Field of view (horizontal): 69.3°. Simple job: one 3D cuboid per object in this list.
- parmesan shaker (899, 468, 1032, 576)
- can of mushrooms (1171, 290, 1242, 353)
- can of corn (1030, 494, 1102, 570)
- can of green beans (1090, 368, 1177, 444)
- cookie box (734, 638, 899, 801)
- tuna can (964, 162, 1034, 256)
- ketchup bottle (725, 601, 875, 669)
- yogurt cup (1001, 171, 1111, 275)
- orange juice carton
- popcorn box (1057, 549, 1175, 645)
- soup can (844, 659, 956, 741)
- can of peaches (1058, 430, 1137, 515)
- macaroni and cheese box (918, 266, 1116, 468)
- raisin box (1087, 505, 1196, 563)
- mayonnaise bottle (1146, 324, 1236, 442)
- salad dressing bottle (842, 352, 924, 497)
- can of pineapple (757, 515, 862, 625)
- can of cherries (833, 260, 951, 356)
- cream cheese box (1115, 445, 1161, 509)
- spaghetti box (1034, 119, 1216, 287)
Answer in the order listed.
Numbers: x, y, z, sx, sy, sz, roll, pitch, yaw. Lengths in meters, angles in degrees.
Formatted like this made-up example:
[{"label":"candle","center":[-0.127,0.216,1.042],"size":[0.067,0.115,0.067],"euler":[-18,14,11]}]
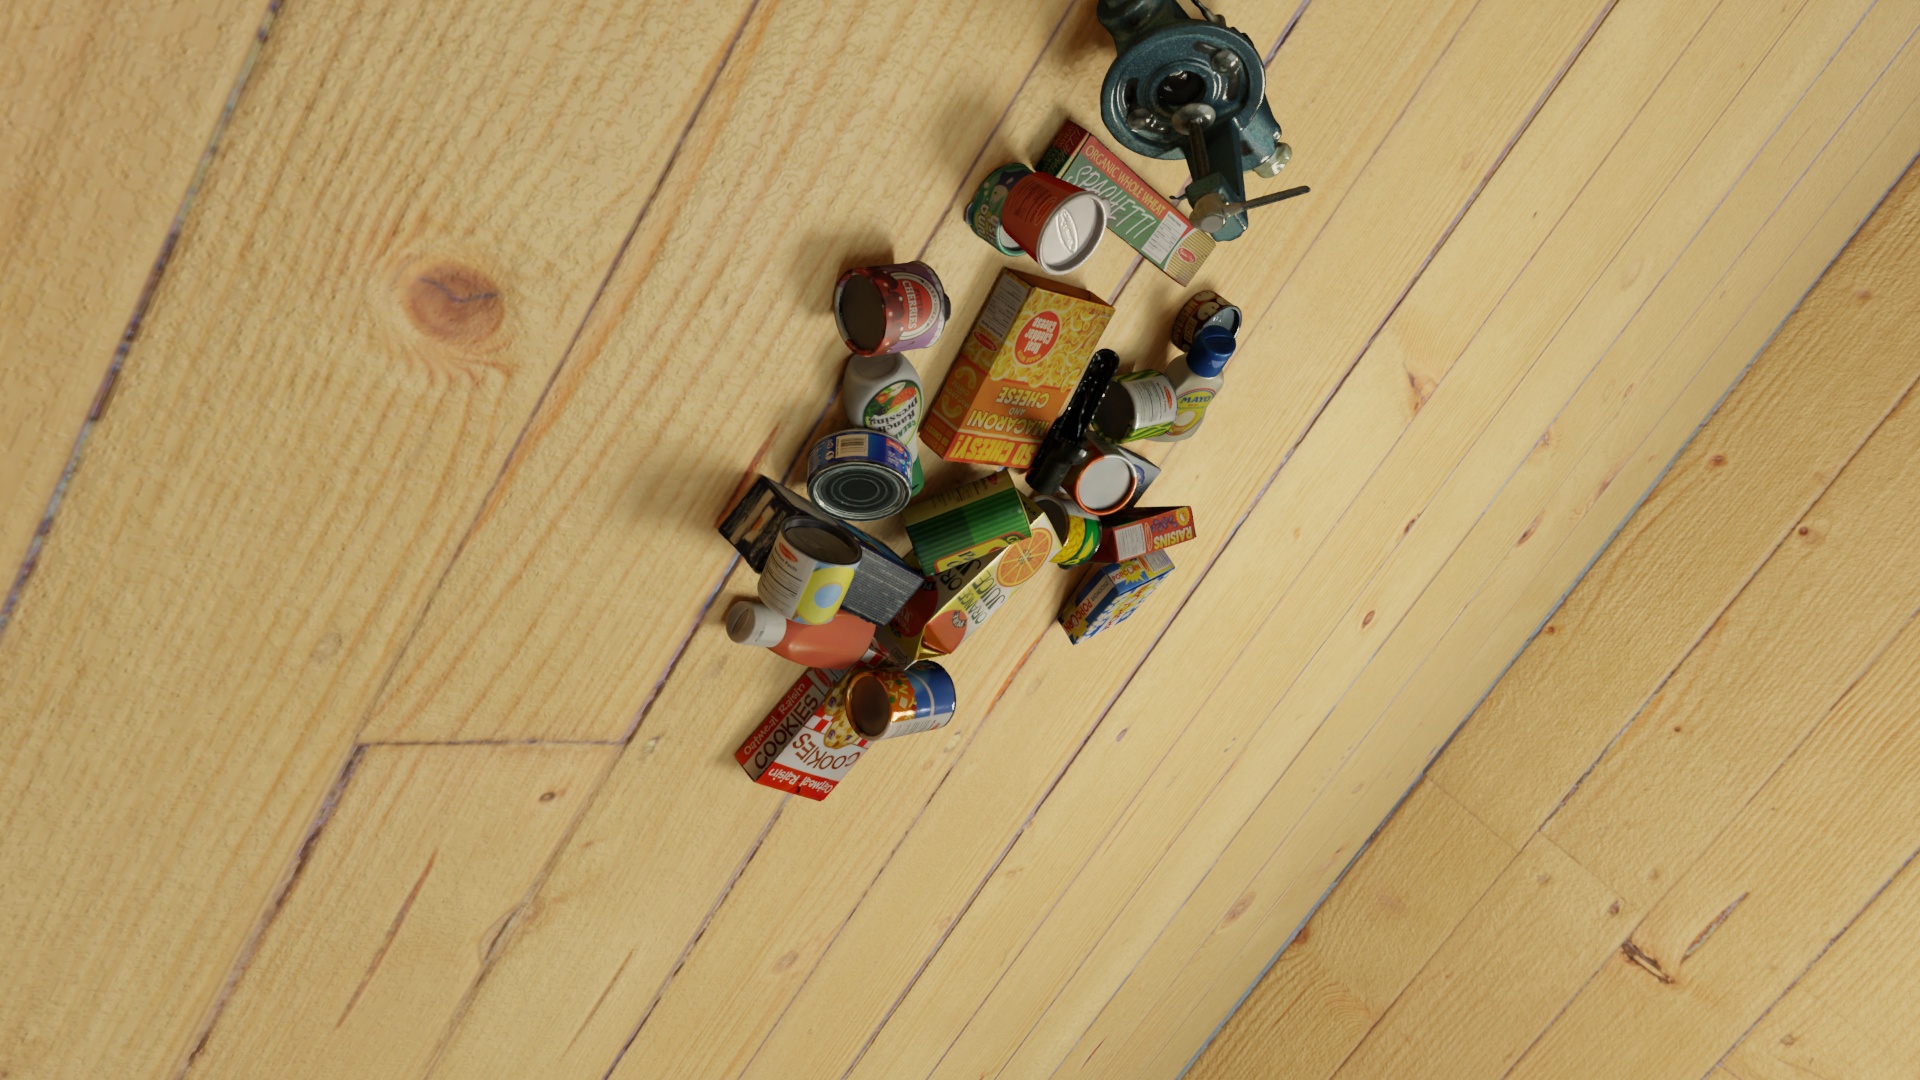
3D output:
[{"label":"parmesan shaker","center":[0.004,-0.016,1.240],"size":[0.103,0.071,0.071],"euler":[-21,144,-1]},{"label":"can of mushrooms","center":[0.239,-0.208,1.358],"size":[0.071,0.033,0.070],"euler":[-30,144,-24]},{"label":"can of corn","center":[0.096,-0.008,1.375],"size":[0.058,0.071,0.071],"euler":[10,117,-51]},{"label":"can of green beans","center":[0.164,-0.128,1.327],"size":[0.058,0.071,0.071],"euler":[-14,135,-39]},{"label":"cookie box","center":[-0.122,0.171,1.342],"size":[0.167,0.040,0.123],"euler":[-49,147,3]},{"label":"tuna can","center":[0.041,-0.256,1.081],"size":[0.071,0.033,0.070],"euler":[-30,144,-25]},{"label":"ketchup bottle","center":[-0.141,0.079,1.219],"size":[0.149,0.043,0.064],"euler":[14,114,-53]},{"label":"yogurt cup","center":[0.068,-0.241,1.044],"size":[0.073,0.054,0.072],"euler":[-30,143,-25]},{"label":"orange juice carton","center":[-0.003,0.035,1.304],"size":[0.193,0.072,0.072],"euler":[-43,146,-7]},{"label":"popcorn box","center":[0.169,0.058,1.519],"size":[0.085,0.038,0.126],"euler":[-24,162,-32]},{"label":"soup can","center":[-0.057,0.147,1.297],"size":[0.084,0.071,0.071],"euler":[-3,127,-47]},{"label":"can of peaches","center":[0.128,-0.063,1.342],"size":[0.071,0.058,0.071],"euler":[-10,120,-17]},{"label":"macaroni and cheese box","center":[0.049,-0.145,1.201],"size":[0.124,0.040,0.165],"euler":[3,122,-51]},{"label":"raisin box","center":[0.172,-0.007,1.442],"size":[0.124,0.086,0.040],"euler":[-15,99,-40]},{"label":"mayonnaise bottle","center":[0.222,-0.150,1.348],"size":[0.065,0.041,0.147],"euler":[-4,152,-17]},{"label":"salad dressing bottle","center":[-0.057,-0.093,1.132],"size":[0.064,0.044,0.147],"euler":[-30,144,-14]},{"label":"can of pineapple","center":[-0.114,0.023,1.059],"size":[0.071,0.071,0.057],"euler":[-3,127,-47]},{"label":"can of cherries","center":[-0.051,-0.172,1.030],"size":[0.058,0.071,0.071],"euler":[-15,135,-38]},{"label":"cream cheese box","center":[0.162,-0.068,1.427],"size":[0.053,0.024,0.104],"euler":[-55,146,12]},{"label":"spaghetti box","center":[0.145,-0.281,1.177],"size":[0.050,0.029,0.250],"euler":[-55,147,12]}]
